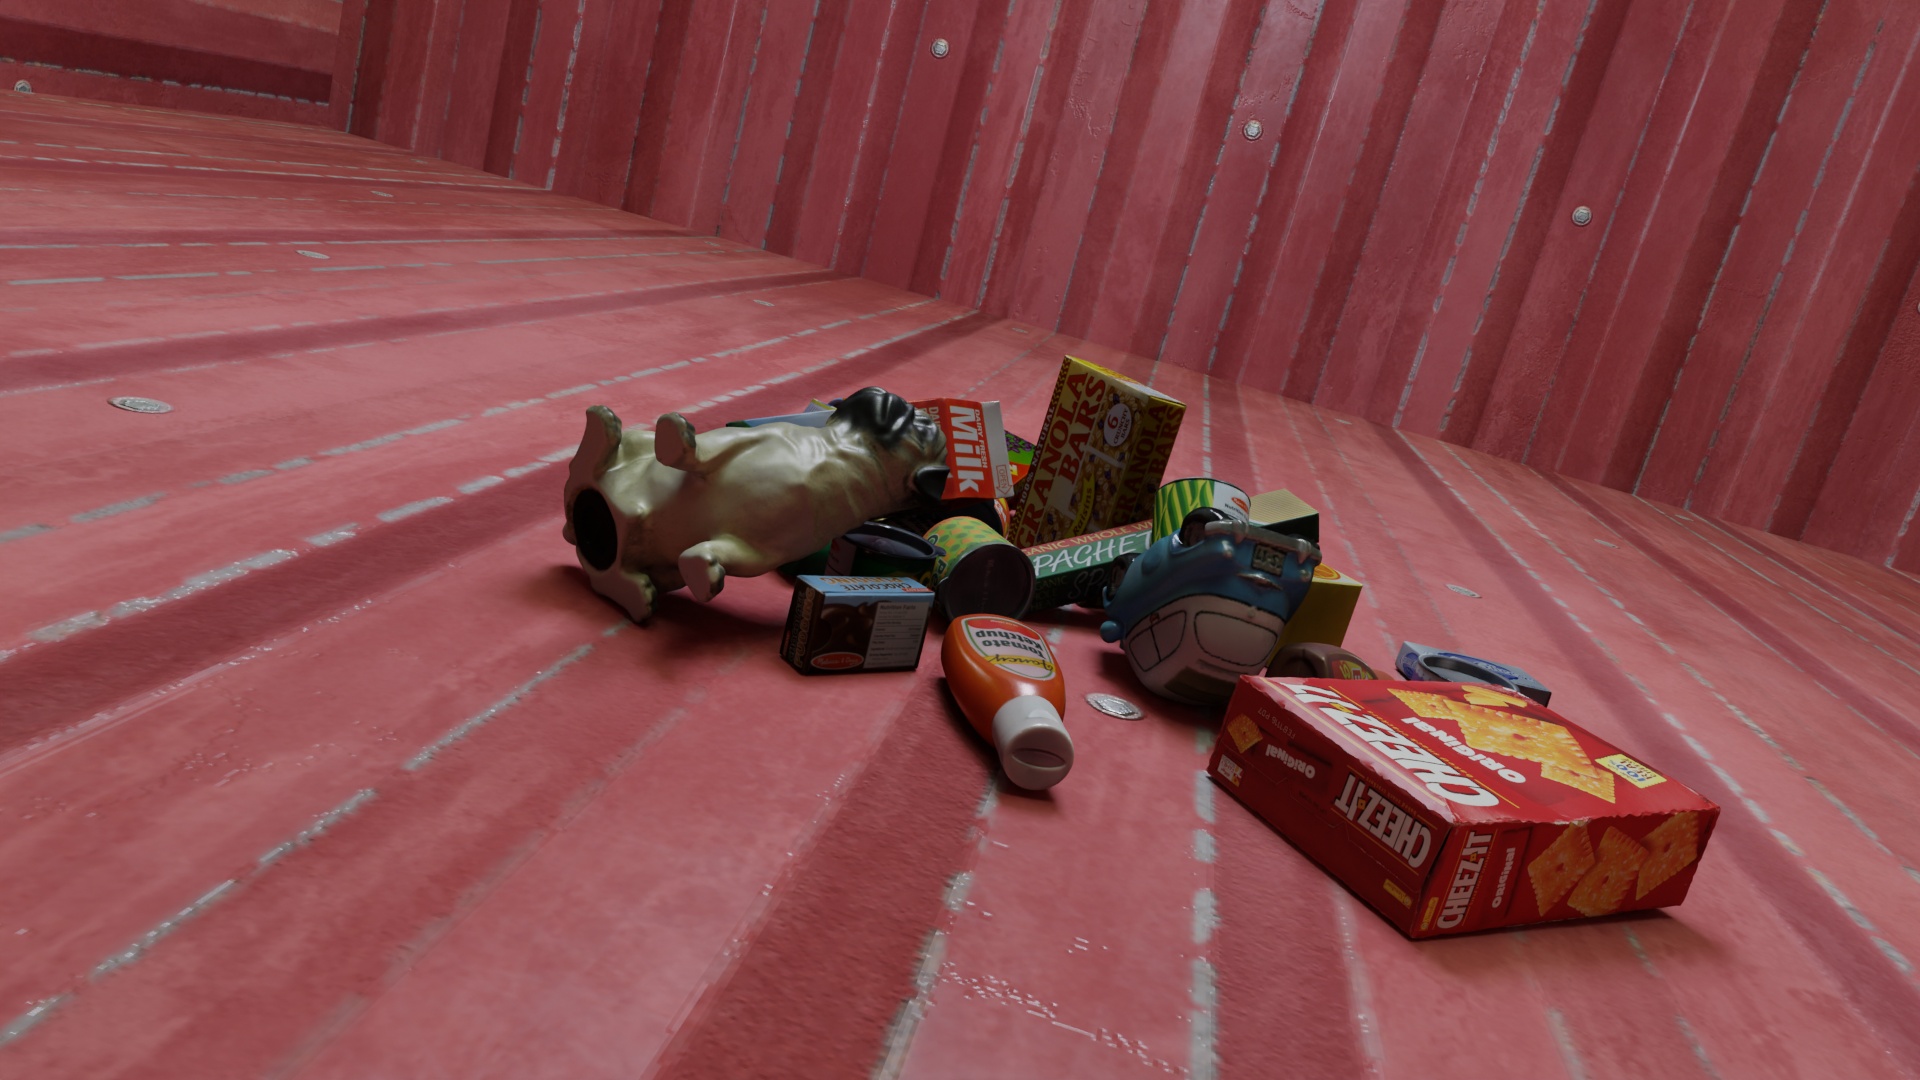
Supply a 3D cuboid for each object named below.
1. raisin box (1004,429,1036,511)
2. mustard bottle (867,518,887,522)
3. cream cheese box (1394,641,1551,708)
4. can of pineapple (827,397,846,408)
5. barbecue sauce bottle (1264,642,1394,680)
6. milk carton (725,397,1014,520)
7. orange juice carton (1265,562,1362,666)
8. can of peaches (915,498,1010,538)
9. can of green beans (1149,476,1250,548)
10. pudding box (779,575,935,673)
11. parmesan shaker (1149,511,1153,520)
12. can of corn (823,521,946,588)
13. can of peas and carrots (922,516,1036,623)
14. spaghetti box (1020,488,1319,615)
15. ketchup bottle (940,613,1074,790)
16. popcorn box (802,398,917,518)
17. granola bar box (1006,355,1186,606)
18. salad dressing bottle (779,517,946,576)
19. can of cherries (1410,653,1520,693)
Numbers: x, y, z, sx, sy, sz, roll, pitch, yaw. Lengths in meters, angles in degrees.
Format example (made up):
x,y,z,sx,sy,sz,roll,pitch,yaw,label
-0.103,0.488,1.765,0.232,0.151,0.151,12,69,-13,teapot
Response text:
x,y,z,sx,sy,sz,roll,pitch,yaw,label
0.014,-0.059,1.199,0.086,0.039,0.124,29,34,16,raisin box
-0.106,-0.030,1.032,0.160,0.048,0.065,22,11,20,mustard bottle
0.395,0.107,1.075,0.104,0.024,0.053,13,13,-8,cream cheese box
-0.090,-0.094,1.256,0.058,0.070,0.071,1,20,-43,can of pineapple
0.240,0.099,0.885,0.043,0.065,0.148,11,1,35,barbecue sauce bottle
-0.061,-0.053,0.965,0.191,0.072,0.073,-8,-5,-6,milk carton
0.212,0.028,1.090,0.073,0.071,0.193,6,18,-35,orange juice carton
0.004,-0.013,1.037,0.071,0.071,0.058,16,13,4,can of peaches
0.163,-0.002,0.947,0.071,0.058,0.071,8,-27,4,can of green beans
-0.058,0.047,0.795,0.084,0.049,0.030,2,18,-42,pudding box
0.187,-0.011,1.225,0.071,0.071,0.103,27,18,38,parmesan shaker
-0.050,0.026,0.862,0.071,0.058,0.071,14,14,-4,can of corn
0.006,0.024,0.915,0.071,0.070,0.059,8,15,-27,can of peas and carrots
0.140,0.008,1.006,0.251,0.028,0.050,-13,27,-16,spaghetti box
0.029,0.086,0.752,0.065,0.043,0.149,12,15,-12,ketchup bottle
-0.064,-0.054,1.084,0.085,0.038,0.126,28,-8,45,popcorn box
0.101,-0.047,1.074,0.039,0.165,0.124,9,15,-31,granola bar box
-0.053,0.008,0.953,0.148,0.043,0.064,3,31,-33,salad dressing bottle
0.326,0.114,0.916,0.071,0.058,0.072,13,14,-3,can of cherries
